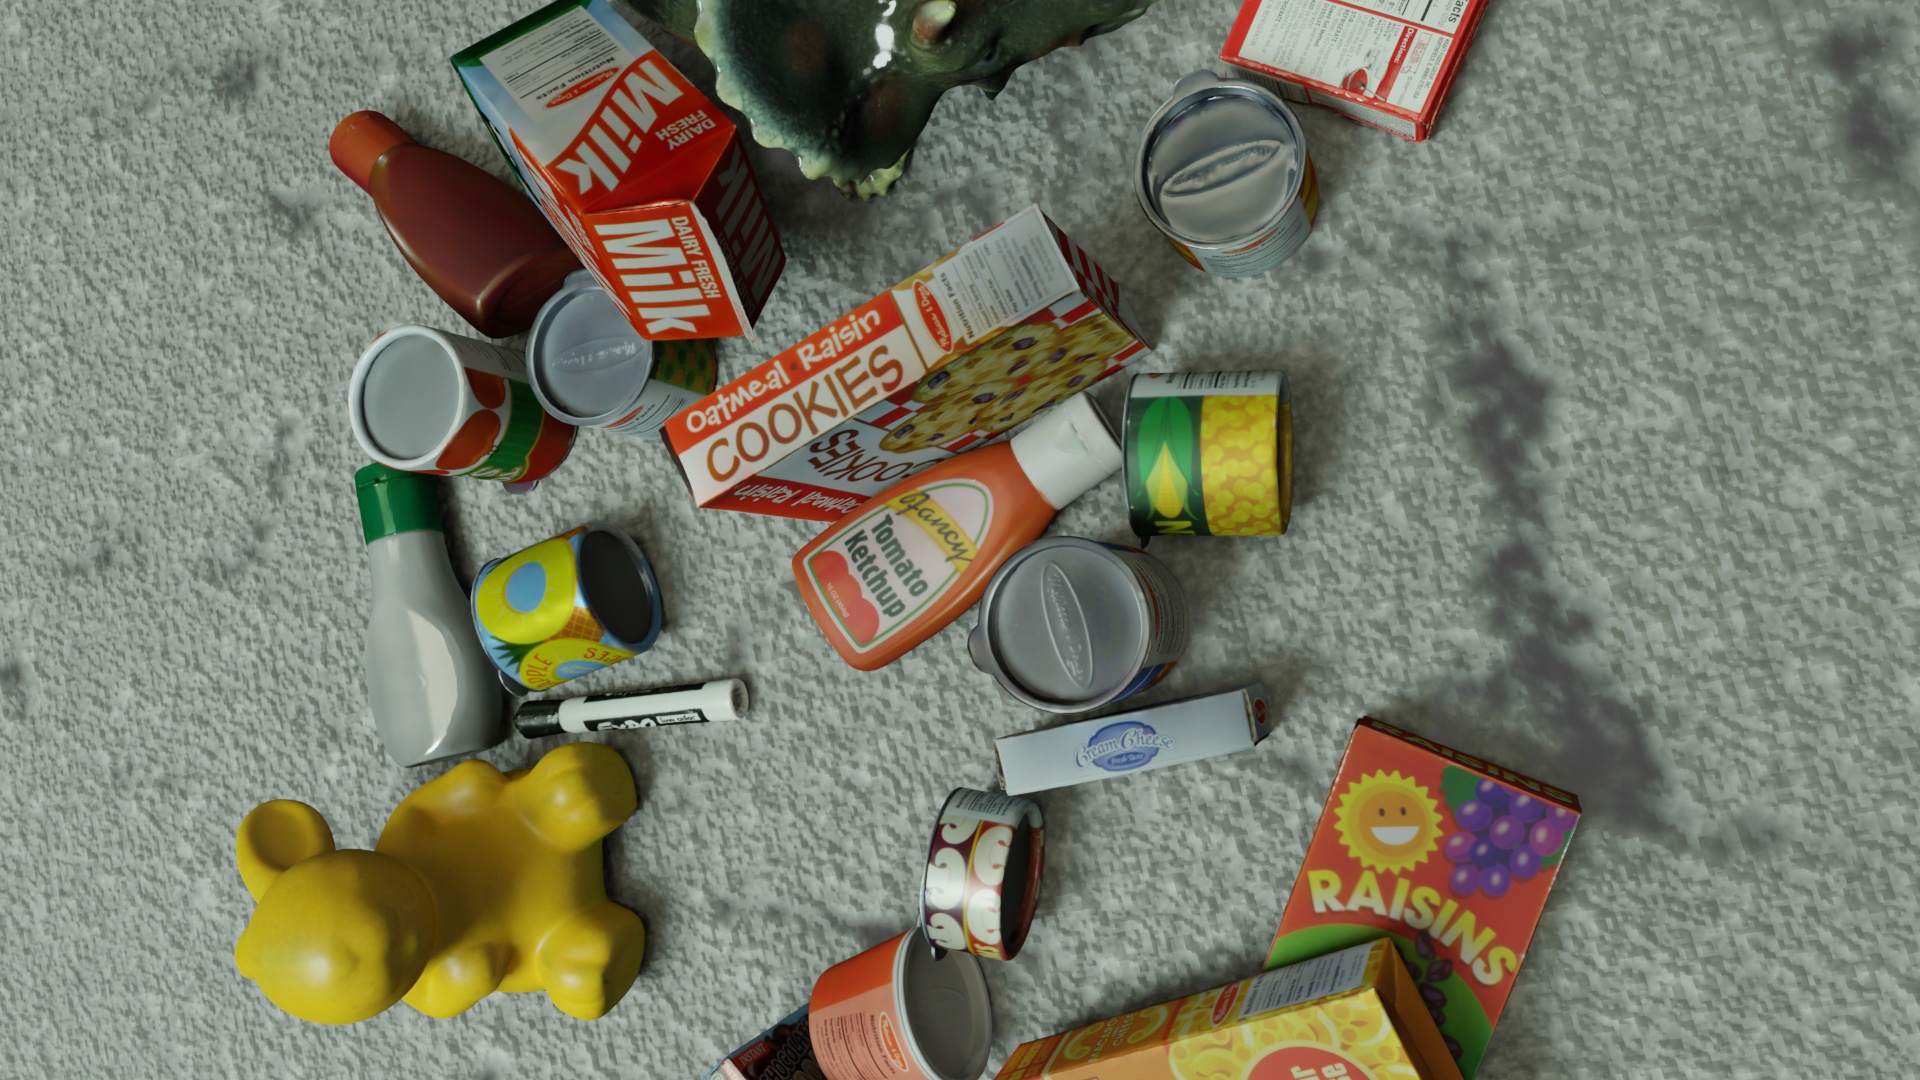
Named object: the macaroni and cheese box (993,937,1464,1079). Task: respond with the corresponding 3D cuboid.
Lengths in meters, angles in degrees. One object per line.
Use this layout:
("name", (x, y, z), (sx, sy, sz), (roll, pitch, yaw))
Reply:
("macaroni and cheese box", (0.108, 0.232, 0.519), (0.166, 0.040, 0.123), (-27, 90, 28))

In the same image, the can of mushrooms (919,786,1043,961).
("can of mushrooms", (0.010, 0.139, 0.570), (0.033, 0.071, 0.071), (5, 90, 18))

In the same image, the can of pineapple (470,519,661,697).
("can of pineapple", (-0.179, 0.032, 0.639), (0.058, 0.071, 0.071), (-21, 81, 17))

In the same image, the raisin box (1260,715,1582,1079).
("raisin box", (0.172, 0.140, 0.530), (0.086, 0.040, 0.123), (21, 96, 19))

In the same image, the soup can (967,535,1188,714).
("soup can", (0.049, 0.033, 0.552), (0.071, 0.084, 0.071), (-1, 87, 19))

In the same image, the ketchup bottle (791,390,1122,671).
("ketchup bottle", (0.002, -0.007, 0.592), (0.148, 0.043, 0.065), (-35, 77, 14))

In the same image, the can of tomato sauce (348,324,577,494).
("can of tomato sauce", (-0.232, -0.060, 0.652), (0.071, 0.083, 0.071), (-1, 87, 19))

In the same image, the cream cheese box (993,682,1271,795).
("cream cheese box", (0.070, 0.080, 0.559), (0.103, 0.053, 0.024), (-15, 81, 18))

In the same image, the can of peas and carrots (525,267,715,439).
("can of peas and carrots", (-0.156, -0.084, 0.640), (0.071, 0.059, 0.071), (-1, 87, 19))

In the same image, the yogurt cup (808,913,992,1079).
("yogurt cup", (-0.026, 0.200, 0.582), (0.054, 0.072, 0.072), (-24, 81, 25))

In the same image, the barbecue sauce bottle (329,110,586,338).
("barbecue sauce bottle", (-0.252, -0.160, 0.680), (0.149, 0.043, 0.065), (39, 63, 22))

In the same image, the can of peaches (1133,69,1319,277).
("can of peaches", (0.107, -0.145, 0.555), (0.071, 0.058, 0.071), (-1, 87, 19))

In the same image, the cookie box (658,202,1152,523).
("cookie box", (-0.017, -0.063, 0.558), (0.167, 0.123, 0.040), (-27, 79, 16))

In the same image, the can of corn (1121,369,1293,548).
("can of corn", (0.099, -0.032, 0.548), (0.058, 0.071, 0.071), (0, 88, 19))

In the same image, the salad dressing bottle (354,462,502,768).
("salad dressing bottle", (-0.265, 0.034, 0.681), (0.064, 0.044, 0.148), (-17, 81, 19))

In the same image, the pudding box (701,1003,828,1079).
("pudding box", (-0.074, 0.232, 0.585), (0.050, 0.084, 0.030), (45, 99, 15))

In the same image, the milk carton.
("milk carton", (-0.138, -0.154, 0.588), (0.073, 0.072, 0.191), (-33, 53, -12))
